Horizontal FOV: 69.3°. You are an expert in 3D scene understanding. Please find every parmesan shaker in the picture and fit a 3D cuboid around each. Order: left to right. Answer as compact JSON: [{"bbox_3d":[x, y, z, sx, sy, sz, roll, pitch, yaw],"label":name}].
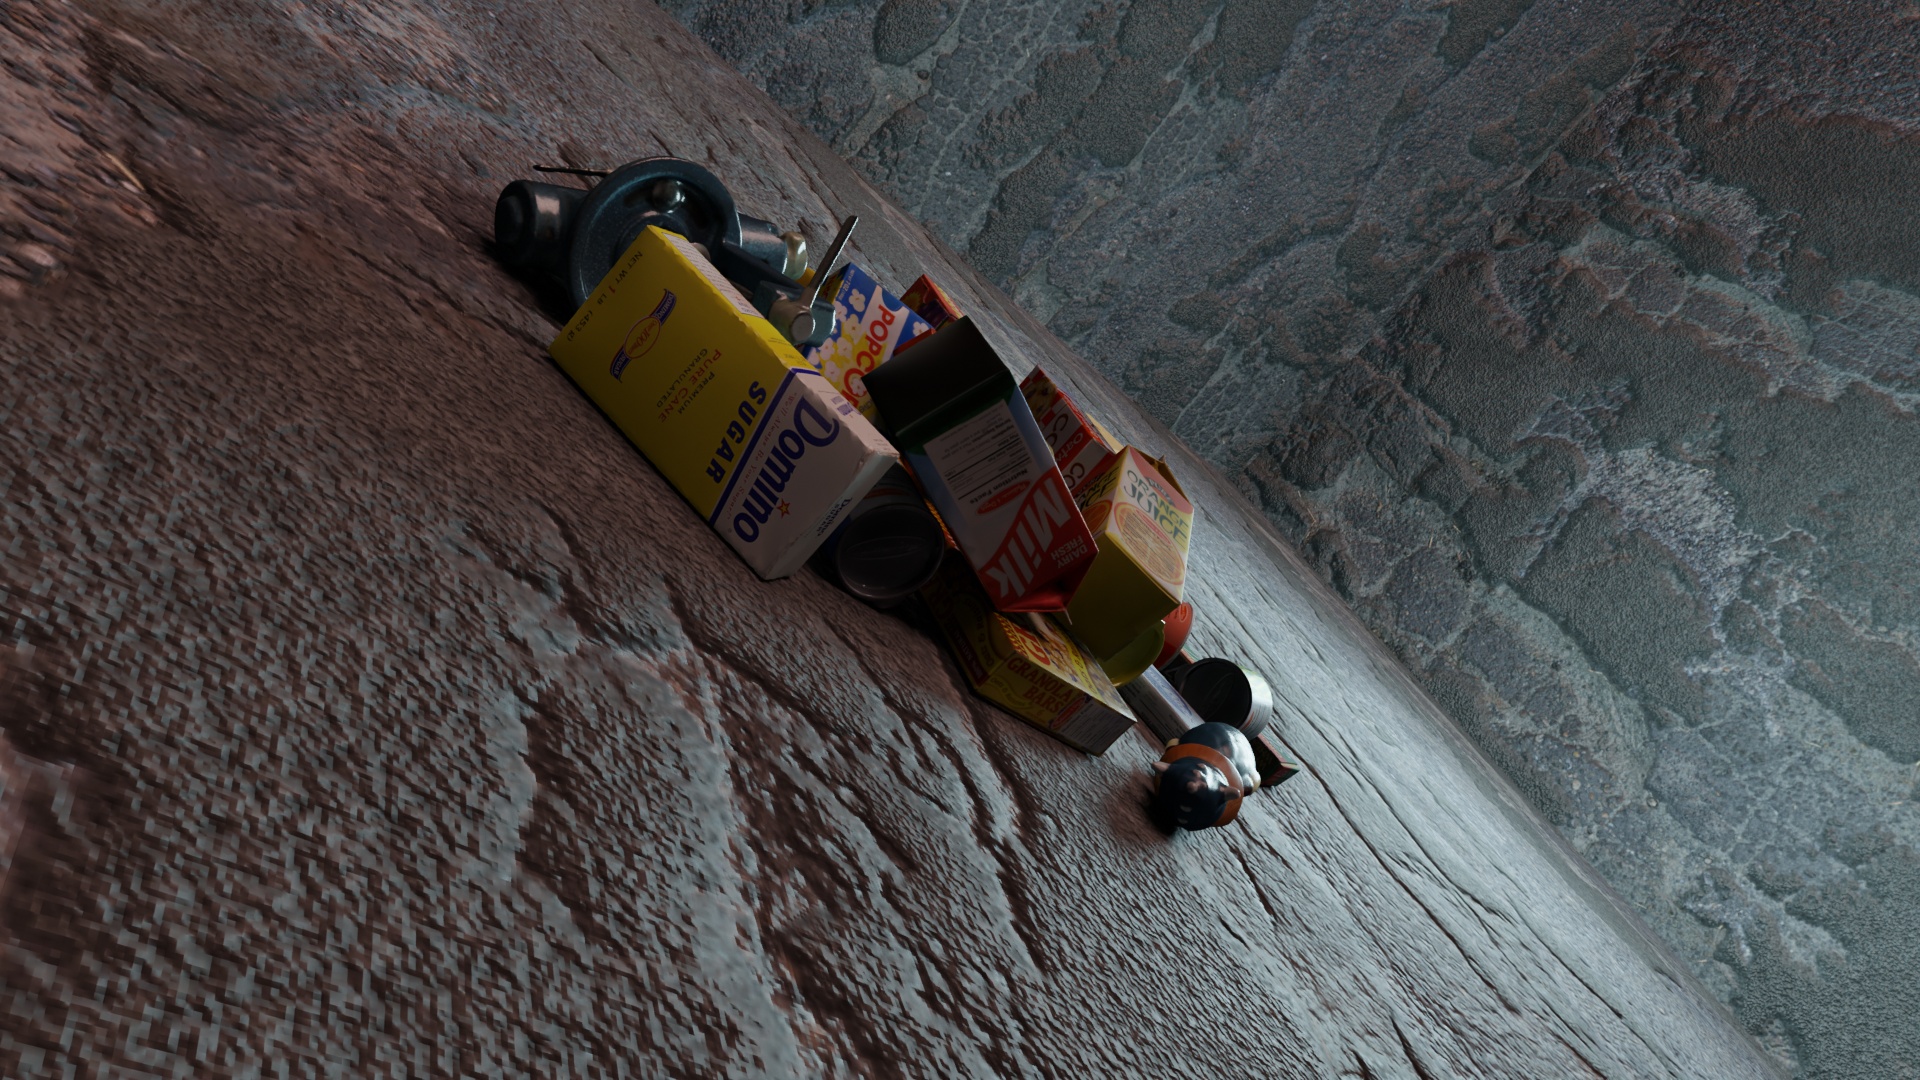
[{"bbox_3d":[0.099,0.052,1.044,0.071,0.071,0.103,28,19,-49],"label":"parmesan shaker"}]

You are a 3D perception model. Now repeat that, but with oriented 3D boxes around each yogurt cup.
[{"bbox_3d":[0.159,0.071,1.183,0.054,0.072,0.072,31,15,-12],"label":"yogurt cup"}]

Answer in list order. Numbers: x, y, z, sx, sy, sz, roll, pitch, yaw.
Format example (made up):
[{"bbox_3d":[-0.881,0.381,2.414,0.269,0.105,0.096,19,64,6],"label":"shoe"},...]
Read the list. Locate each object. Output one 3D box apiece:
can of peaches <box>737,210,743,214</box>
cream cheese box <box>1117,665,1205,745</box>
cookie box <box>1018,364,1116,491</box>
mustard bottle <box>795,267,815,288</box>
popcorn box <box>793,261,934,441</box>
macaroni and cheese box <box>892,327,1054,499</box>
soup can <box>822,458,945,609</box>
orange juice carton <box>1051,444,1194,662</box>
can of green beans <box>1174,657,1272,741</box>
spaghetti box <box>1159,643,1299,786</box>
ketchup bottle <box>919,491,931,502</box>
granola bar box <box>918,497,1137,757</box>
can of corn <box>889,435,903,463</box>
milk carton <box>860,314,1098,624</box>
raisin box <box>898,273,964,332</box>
[{"bbox_3d":[-0.185,-0.234,1.158,0.071,0.058,0.071,40,12,-10],"label":"can of peaches"},{"bbox_3d":[0.148,0.120,1.075,0.104,0.024,0.053,49,14,25],"label":"cream cheese box"},{"bbox_3d":[0.063,-0.068,1.210,0.040,0.122,0.168,35,14,-28],"label":"cookie box"},{"bbox_3d":[-0.110,-0.156,1.129,0.048,0.065,0.161,34,21,-52],"label":"mustard bottle"},{"bbox_3d":[-0.079,-0.122,0.994,0.085,0.038,0.127,35,59,-27],"label":"popcorn box"},{"bbox_3d":[0.016,-0.056,0.997,0.166,0.040,0.124,40,32,-43],"label":"macaroni and cheese box"},{"bbox_3d":[-0.053,-0.011,0.820,0.071,0.071,0.084,34,14,-34],"label":"soup can"},{"bbox_3d":[0.112,-0.004,0.982,0.073,0.071,0.193,44,27,-10],"label":"orange juice carton"},{"bbox_3d":[0.218,0.133,1.148,0.071,0.071,0.058,50,14,29],"label":"can of green beans"},{"bbox_3d":[0.200,0.117,1.230,0.251,0.028,0.050,50,15,29],"label":"spaghetti box"},{"bbox_3d":[0.004,-0.013,1.036,0.065,0.043,0.149,56,18,26],"label":"ketchup bottle"},{"bbox_3d":[0.030,0.056,0.903,0.124,0.039,0.166,33,16,-39],"label":"granola bar box"},{"bbox_3d":[-0.030,-0.076,1.094,0.058,0.071,0.071,47,13,17],"label":"can of corn"},{"bbox_3d":[0.021,-0.030,0.822,0.189,0.073,0.072,60,-1,-39],"label":"milk carton"},{"bbox_3d":[-0.048,-0.149,1.142,0.040,0.123,0.086,35,15,-34],"label":"raisin box"}]
